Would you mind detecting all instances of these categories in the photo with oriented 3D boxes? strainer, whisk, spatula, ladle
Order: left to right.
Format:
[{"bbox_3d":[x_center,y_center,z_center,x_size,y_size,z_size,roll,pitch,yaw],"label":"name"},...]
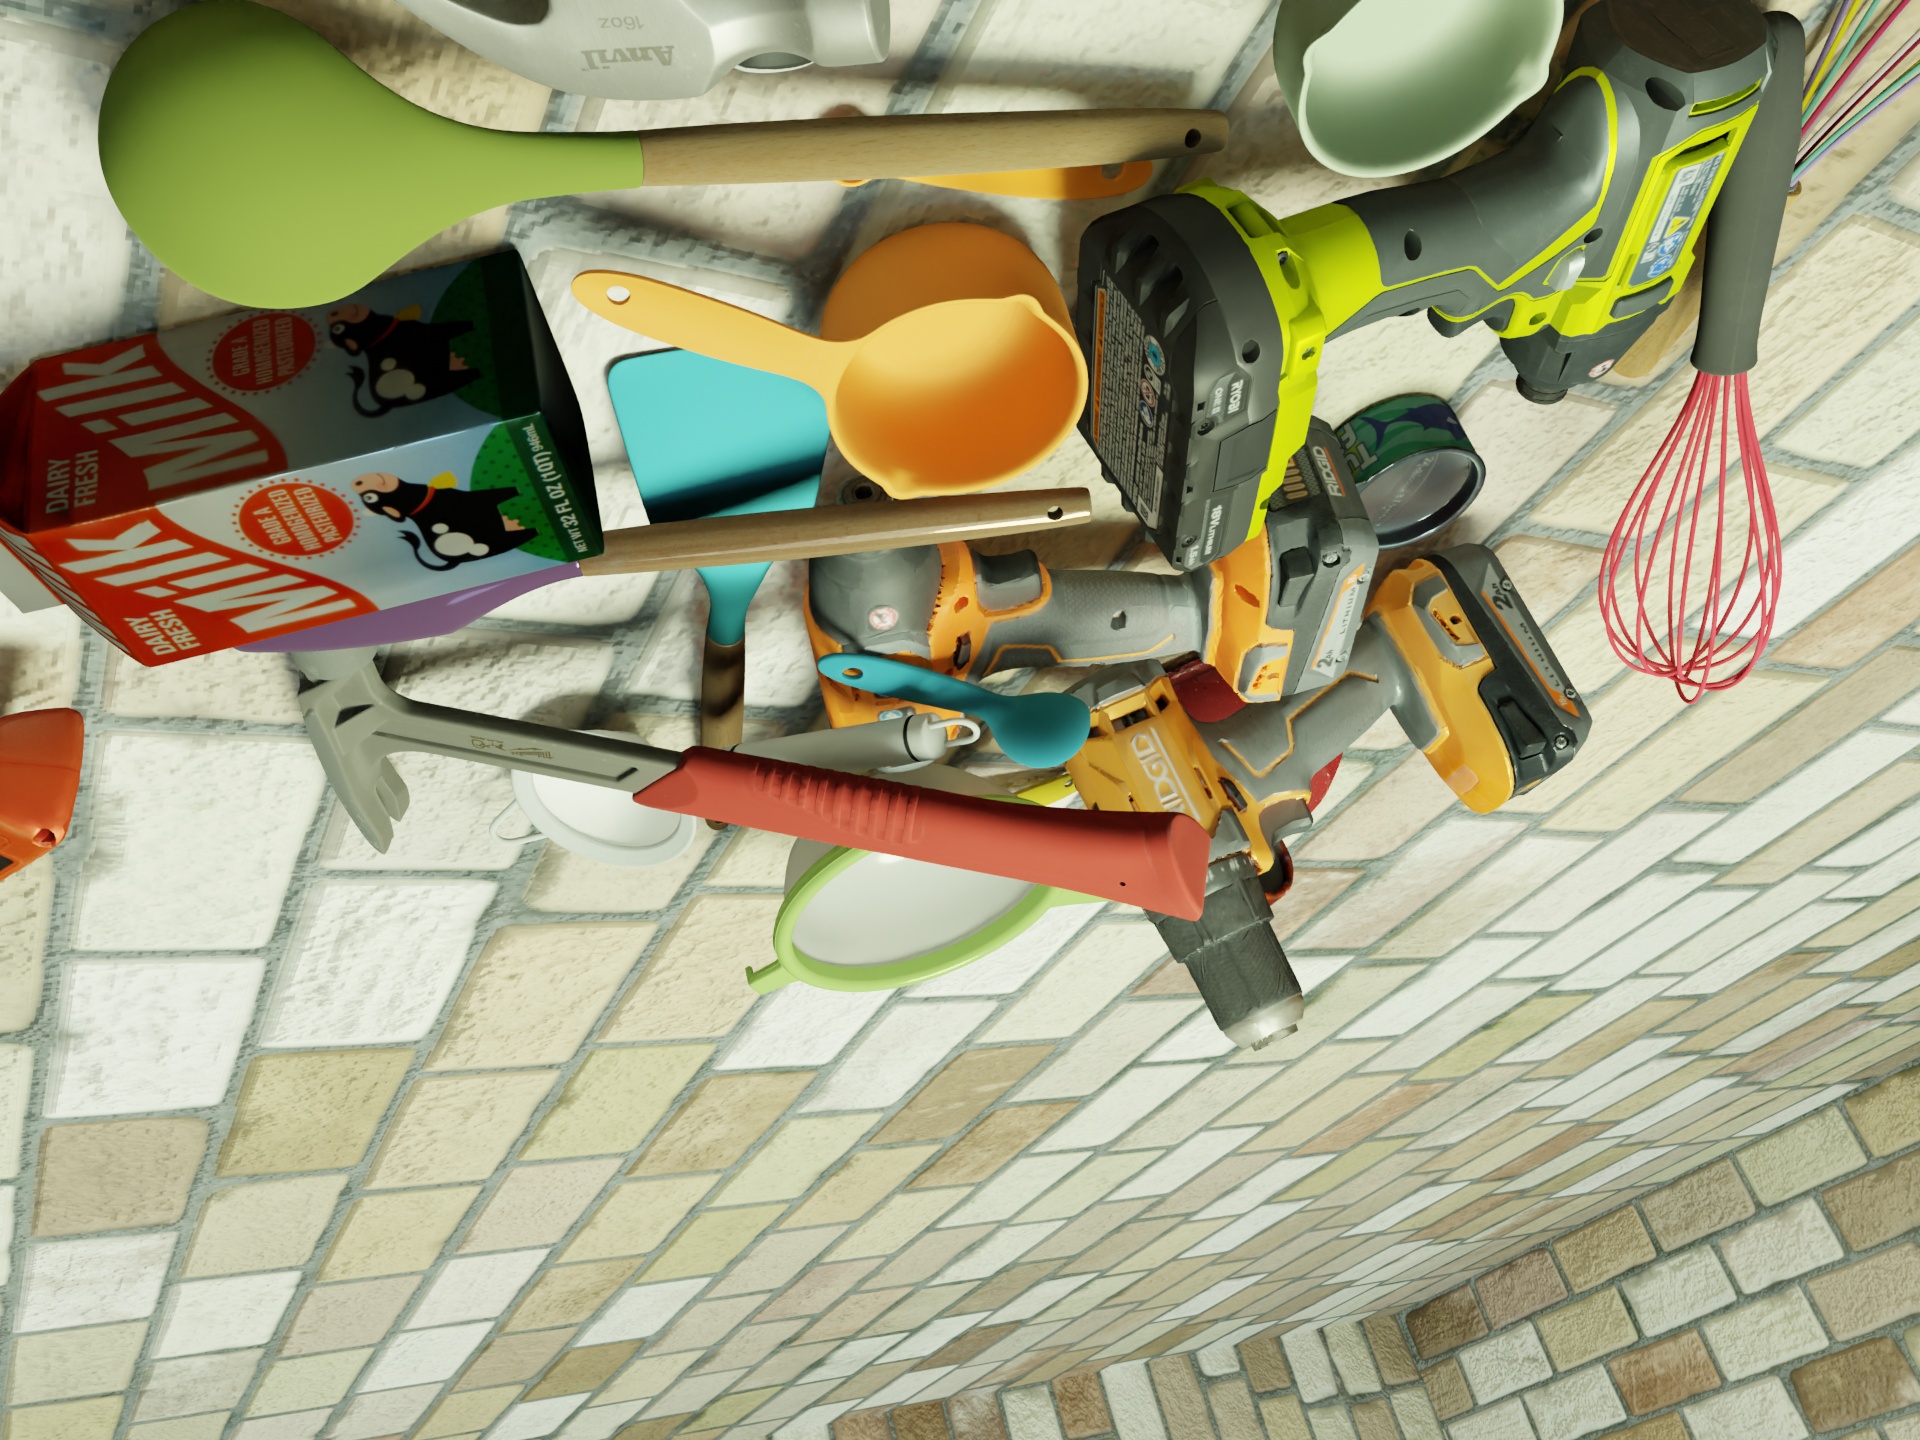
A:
[{"bbox_3d":[-0.110,-0.064,0.568,0.316,0.018,0.059,-5,113,-2],"label":"spatula"},{"bbox_3d":[-0.070,-0.166,0.457,0.320,0.062,0.078,-11,126,-21],"label":"ladle"},{"bbox_3d":[-0.101,0.020,0.681,0.258,0.050,0.086,-9,130,32],"label":"strainer"},{"bbox_3d":[-0.100,-0.034,0.675,0.082,0.044,0.317,-9,153,-15],"label":"spatula"},{"bbox_3d":[0.018,0.064,0.796,0.256,0.069,0.151,1,139,-34],"label":"strainer"},{"bbox_3d":[0.294,-0.124,0.620,0.073,0.073,0.295,-16,130,-3],"label":"whisk"},{"bbox_3d":[0.314,-0.212,0.576,0.047,0.051,0.244,-11,152,-22],"label":"whisk"}]

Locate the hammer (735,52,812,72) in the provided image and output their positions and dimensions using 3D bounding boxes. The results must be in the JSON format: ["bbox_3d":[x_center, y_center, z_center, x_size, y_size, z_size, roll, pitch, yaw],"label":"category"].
[{"bbox_3d":[0.099,-0.243,0.428,0.337,0.034,0.127,-8,149,-15],"label":"hammer"}]

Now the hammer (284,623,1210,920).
[{"bbox_3d":[-0.082,0.034,0.632,0.359,0.037,0.149,11,143,4],"label":"hammer"}]

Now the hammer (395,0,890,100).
[{"bbox_3d":[-0.107,-0.258,0.279,0.130,0.031,0.331,-2,146,10],"label":"hammer"}]

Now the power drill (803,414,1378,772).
[{"bbox_3d":[0.048,-0.057,0.656,0.226,0.084,0.164,-11,149,-3],"label":"power drill"}]

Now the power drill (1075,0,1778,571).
[{"bbox_3d":[0.156,-0.143,0.555,0.223,0.080,0.171,-23,151,-10],"label":"power drill"}]

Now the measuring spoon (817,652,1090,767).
[{"bbox_3d":[-0.001,-0.002,0.640,0.128,0.021,0.042,15,142,-32],"label":"measuring spoon"}]

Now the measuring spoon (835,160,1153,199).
[{"bbox_3d":[0.010,-0.180,0.509,0.117,0.011,0.021,-6,130,-24],"label":"measuring spoon"}]

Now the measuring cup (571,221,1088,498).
[{"bbox_3d":[-0.041,-0.132,0.522,0.173,0.052,0.095,11,140,-26],"label":"measuring cup"}]

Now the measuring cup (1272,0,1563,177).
[{"bbox_3d":[0.139,-0.220,0.413,0.083,0.038,0.167,-3,148,-24],"label":"measuring cup"}]

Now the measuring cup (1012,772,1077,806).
[{"bbox_3d":[0.000,0.044,0.854,0.156,0.029,0.062,-17,144,-24],"label":"measuring cup"}]

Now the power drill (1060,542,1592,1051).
[{"bbox_3d":[0.175,0.032,0.744,0.226,0.185,0.084,-22,164,-10],"label":"power drill"}]
